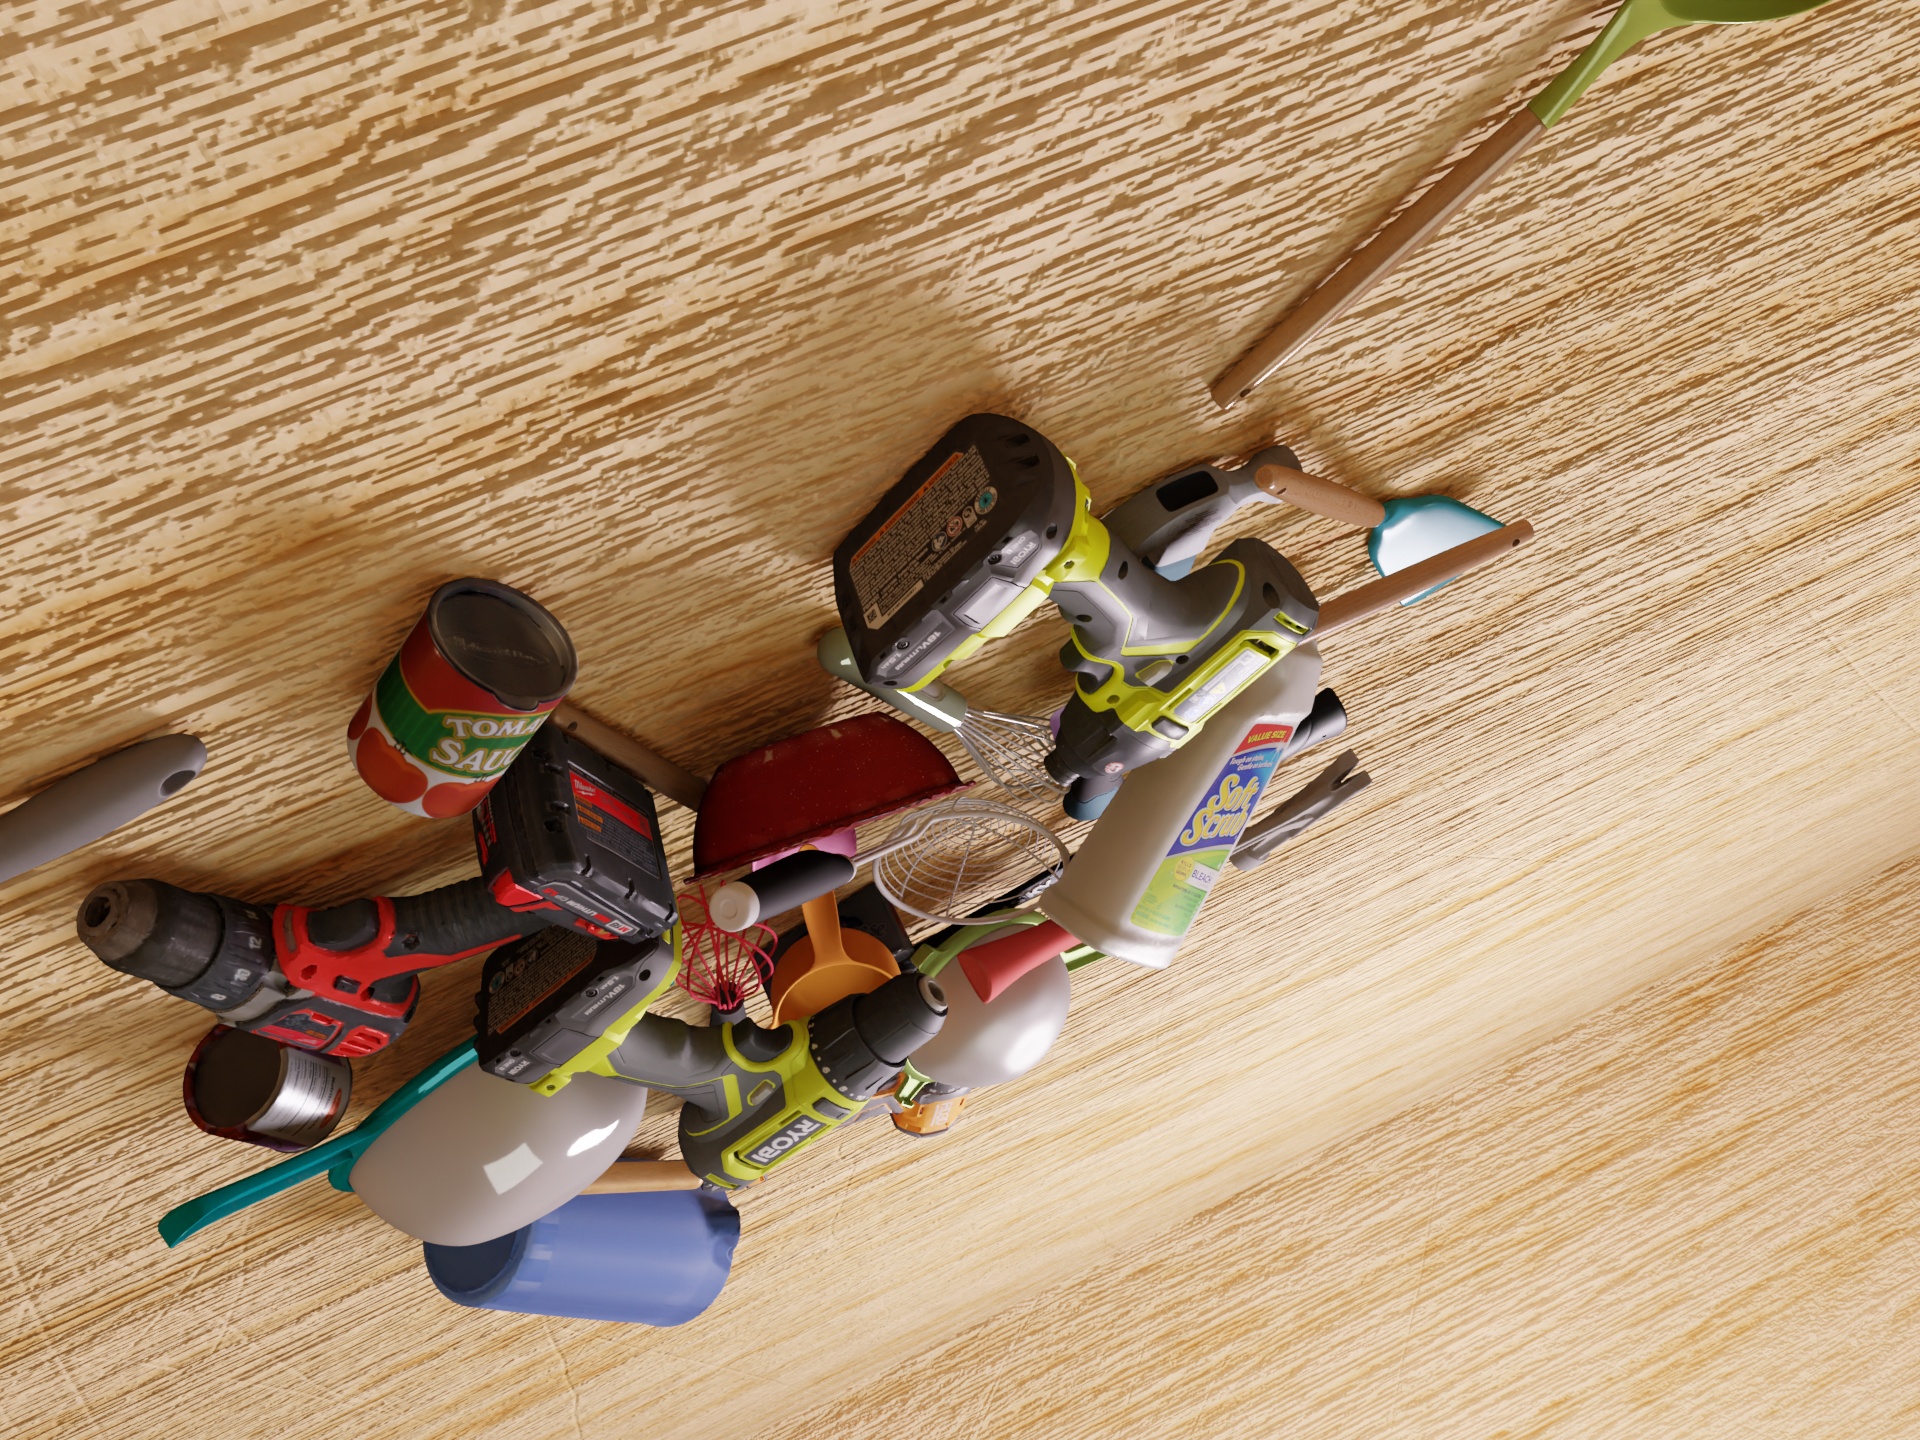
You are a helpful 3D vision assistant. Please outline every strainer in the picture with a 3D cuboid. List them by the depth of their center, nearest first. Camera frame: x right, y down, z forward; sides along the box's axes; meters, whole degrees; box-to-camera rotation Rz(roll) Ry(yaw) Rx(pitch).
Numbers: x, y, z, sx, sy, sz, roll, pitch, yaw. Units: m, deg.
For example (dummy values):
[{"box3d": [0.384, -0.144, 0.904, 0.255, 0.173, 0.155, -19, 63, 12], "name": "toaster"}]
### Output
[{"box3d": [-0.296, 0.261, 0.923, 0.211, 0.095, 0.340, -43, 167, 22], "name": "strainer"}, {"box3d": [0.071, 0.199, 1.154, 0.256, 0.069, 0.151, -17, 130, -32], "name": "strainer"}]

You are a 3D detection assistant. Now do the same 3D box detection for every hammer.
[{"box3d": [0.105, -0.032, 0.954, 0.128, 0.033, 0.330, -20, 152, -18], "name": "hammer"}, {"box3d": [0.142, 0.113, 1.125, 0.359, 0.037, 0.149, -20, 161, -40], "name": "hammer"}, {"box3d": [0.092, 0.092, 1.137, 0.409, 0.036, 0.149, -32, 151, 13], "name": "hammer"}]

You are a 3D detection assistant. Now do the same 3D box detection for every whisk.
[{"box3d": [-0.417, 0.066, 0.640, 0.239, 0.055, 0.055, -29, 153, -8], "name": "whisk"}, {"box3d": [-0.001, -0.003, 0.895, 0.059, 0.058, 0.246, -33, 148, 20], "name": "whisk"}, {"box3d": [-0.156, 0.177, 1.054, 0.073, 0.073, 0.295, -20, 157, -16], "name": "whisk"}, {"box3d": [-0.291, 0.323, 1.112, 0.244, 0.051, 0.047, 9, 129, -35], "name": "whisk"}]

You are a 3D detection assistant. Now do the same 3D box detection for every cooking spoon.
[{"box3d": [-0.137, 0.047, 0.885, 0.069, 0.017, 0.318, -47, 151, 0], "name": "cooking spoon"}]

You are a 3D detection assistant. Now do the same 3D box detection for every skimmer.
[{"box3d": [-0.037, 0.102, 0.902, 0.127, 0.090, 0.363, -18, 178, 20], "name": "skimmer"}]

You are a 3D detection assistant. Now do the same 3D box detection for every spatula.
[{"box3d": [0.231, -0.110, 0.892, 0.082, 0.044, 0.317, -37, 163, 26], "name": "spatula"}, {"box3d": [0.199, -0.050, 0.944, 0.316, 0.018, 0.059, -24, 137, -4], "name": "spatula"}]

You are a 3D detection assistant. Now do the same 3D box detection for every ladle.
[{"box3d": [0.239, -0.238, 0.702, 0.320, 0.062, 0.078, -40, 150, 28], "name": "ladle"}]

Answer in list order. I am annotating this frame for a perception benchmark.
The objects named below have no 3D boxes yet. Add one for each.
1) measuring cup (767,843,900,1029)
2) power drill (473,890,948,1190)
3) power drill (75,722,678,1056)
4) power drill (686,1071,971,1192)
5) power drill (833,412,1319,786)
[{"box3d": [-0.085, 0.141, 1.013, 0.095, 0.052, 0.173, -11, 117, -6], "name": "measuring cup"}, {"box3d": [-0.136, 0.173, 0.902, 0.190, 0.080, 0.228, -38, 130, 20], "name": "power drill"}, {"box3d": [-0.272, 0.086, 0.758, 0.226, 0.080, 0.187, -24, 150, 11], "name": "power drill"}, {"box3d": [-0.094, 0.285, 1.232, 0.226, 0.084, 0.185, -9, 148, -16], "name": "power drill"}, {"box3d": [0.052, -0.045, 0.788, 0.223, 0.080, 0.171, 23, 125, -42], "name": "power drill"}]
